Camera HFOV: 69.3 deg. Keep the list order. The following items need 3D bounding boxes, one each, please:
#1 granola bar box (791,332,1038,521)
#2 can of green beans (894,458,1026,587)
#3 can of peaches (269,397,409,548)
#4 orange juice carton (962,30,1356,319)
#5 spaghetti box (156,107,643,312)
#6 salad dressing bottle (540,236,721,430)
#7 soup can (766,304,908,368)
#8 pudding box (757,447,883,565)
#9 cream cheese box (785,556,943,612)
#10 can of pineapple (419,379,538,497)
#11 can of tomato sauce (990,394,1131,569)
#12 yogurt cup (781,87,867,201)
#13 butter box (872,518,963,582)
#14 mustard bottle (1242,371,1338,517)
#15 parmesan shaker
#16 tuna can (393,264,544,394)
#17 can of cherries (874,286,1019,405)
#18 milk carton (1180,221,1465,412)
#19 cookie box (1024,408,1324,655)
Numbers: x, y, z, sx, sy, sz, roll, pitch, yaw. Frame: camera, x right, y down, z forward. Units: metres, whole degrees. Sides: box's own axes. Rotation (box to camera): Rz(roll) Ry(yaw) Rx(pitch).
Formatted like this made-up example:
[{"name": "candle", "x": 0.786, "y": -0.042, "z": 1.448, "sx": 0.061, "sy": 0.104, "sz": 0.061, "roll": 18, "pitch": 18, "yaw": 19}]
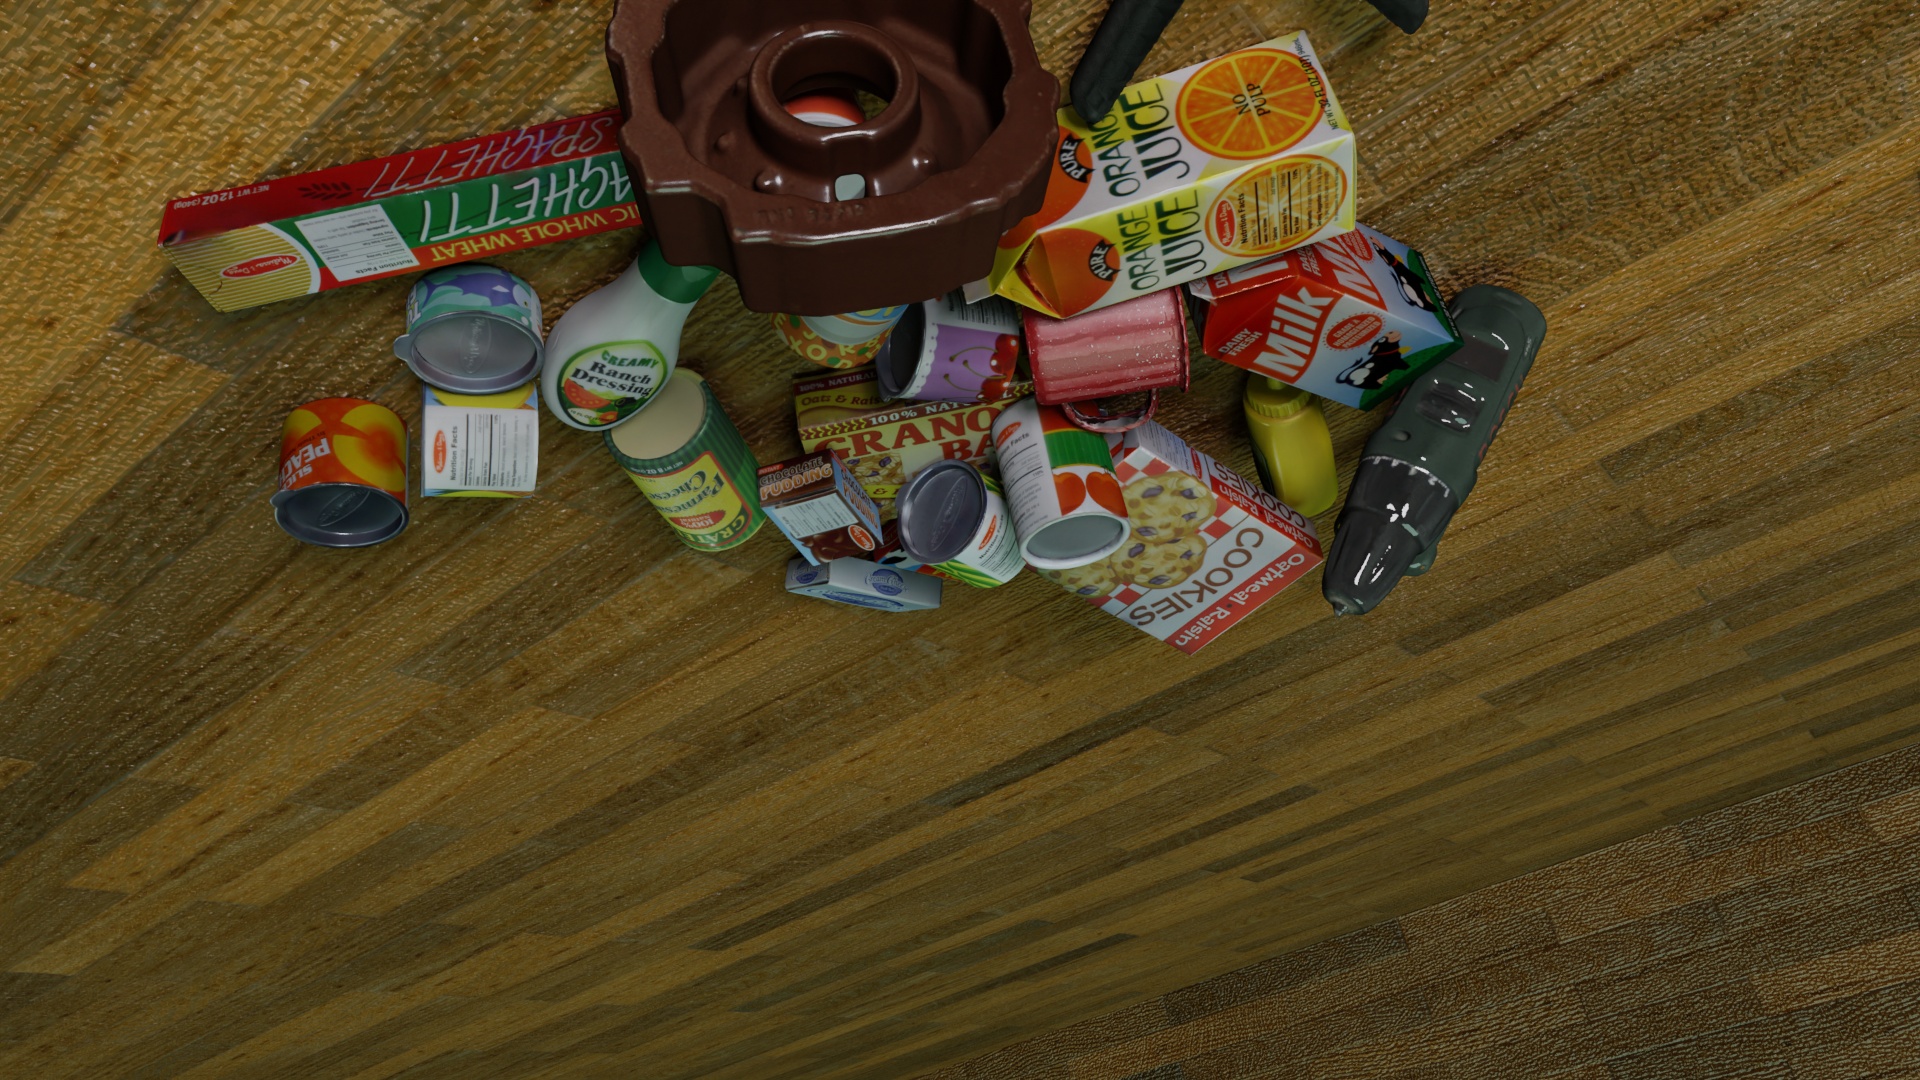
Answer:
[{"name": "granola bar box", "x": -0.010, "y": -0.067, "z": 0.852, "sx": 0.166, "sy": 0.039, "sz": 0.123, "roll": -12, "pitch": 152, "yaw": -1}, {"name": "can of green beans", "x": 0.004, "y": -0.010, "z": 0.848, "sx": 0.071, "sy": 0.071, "sz": 0.058, "roll": -28, "pitch": 148, "yaw": 26}, {"name": "can of peaches", "x": -0.338, "y": -0.037, "z": 0.758, "sx": 0.071, "sy": 0.058, "sz": 0.071, "roll": -9, "pitch": 151, "yaw": -5}, {"name": "orange juice carton", "x": 0.087, "y": -0.170, "z": 0.677, "sx": 0.193, "sy": 0.072, "sz": 0.072, "roll": -16, "pitch": 150, "yaw": 6}, {"name": "spaghetti box", "x": -0.226, "y": -0.153, "z": 0.629, "sx": 0.250, "sy": 0.029, "sz": 0.050, "roll": -12, "pitch": 151, "yaw": -1}, {"name": "salad dressing bottle", "x": -0.164, "y": -0.113, "z": 0.707, "sx": 0.064, "sy": 0.044, "sz": 0.147, "roll": 13, "pitch": 142, "yaw": -35}, {"name": "soup can", "x": -0.053, "y": -0.133, "z": 0.687, "sx": 0.071, "sy": 0.071, "sz": 0.083, "roll": 5, "pitch": 147, "yaw": -28}, {"name": "pudding box", "x": -0.084, "y": -0.019, "z": 0.837, "sx": 0.049, "sy": 0.030, "sz": 0.083, "roll": -16, "pitch": 150, "yaw": 11}, {"name": "cream cheese box", "x": -0.069, "y": 0.031, "z": 1.000, "sx": 0.104, "sy": 0.024, "sz": 0.053, "roll": 15, "pitch": 163, "yaw": -39}, {"name": "can of pineapple", "x": -0.260, "y": -0.057, "z": 0.749, "sx": 0.058, "sy": 0.071, "sz": 0.070, "roll": 1, "pitch": 148, "yaw": -22}, {"name": "can of tomato sauce", "x": 0.060, "y": -0.034, "z": 0.806, "sx": 0.071, "sy": 0.083, "sz": 0.071, "roll": -9, "pitch": 151, "yaw": -5}, {"name": "yogurt cup", "x": -0.071, "y": -0.179, "z": 0.616, "sx": 0.072, "sy": 0.054, "sz": 0.072, "roll": -9, "pitch": 150, "yaw": -5}, {"name": "butter box", "x": -0.007, "y": 0.004, "z": 0.993, "sx": 0.103, "sy": 0.024, "sz": 0.053, "roll": 14, "pitch": 142, "yaw": -38}, {"name": "mustard bottle", "x": 0.211, "y": -0.075, "z": 0.903, "sx": 0.049, "sy": 0.065, "sz": 0.159, "roll": -22, "pitch": 144, "yaw": 7}, {"name": "parmesan shaker", "x": -0.159, "y": -0.046, "z": 0.805, "sx": 0.071, "sy": 0.071, "sz": 0.102, "roll": -15, "pitch": 150, "yaw": 5}, {"name": "tuna can", "x": -0.247, "y": -0.106, "z": 0.699, "sx": 0.071, "sy": 0.033, "sz": 0.070, "roll": -10, "pitch": 151, "yaw": -5}, {"name": "can of cherries", "x": -0.009, "y": -0.106, "z": 0.756, "sx": 0.058, "sy": 0.072, "sz": 0.071, "roll": 2, "pitch": 147, "yaw": -26}, {"name": "milk carton", "x": 0.185, "y": -0.138, "z": 0.769, "sx": 0.191, "sy": 0.072, "sz": 0.073, "roll": 12, "pitch": 143, "yaw": -37}, {"name": "cookie box", "x": 0.132, "y": -0.001, "z": 0.897, "sx": 0.167, "sy": 0.040, "sz": 0.122, "roll": 28, "pitch": 129, "yaw": -28}]
